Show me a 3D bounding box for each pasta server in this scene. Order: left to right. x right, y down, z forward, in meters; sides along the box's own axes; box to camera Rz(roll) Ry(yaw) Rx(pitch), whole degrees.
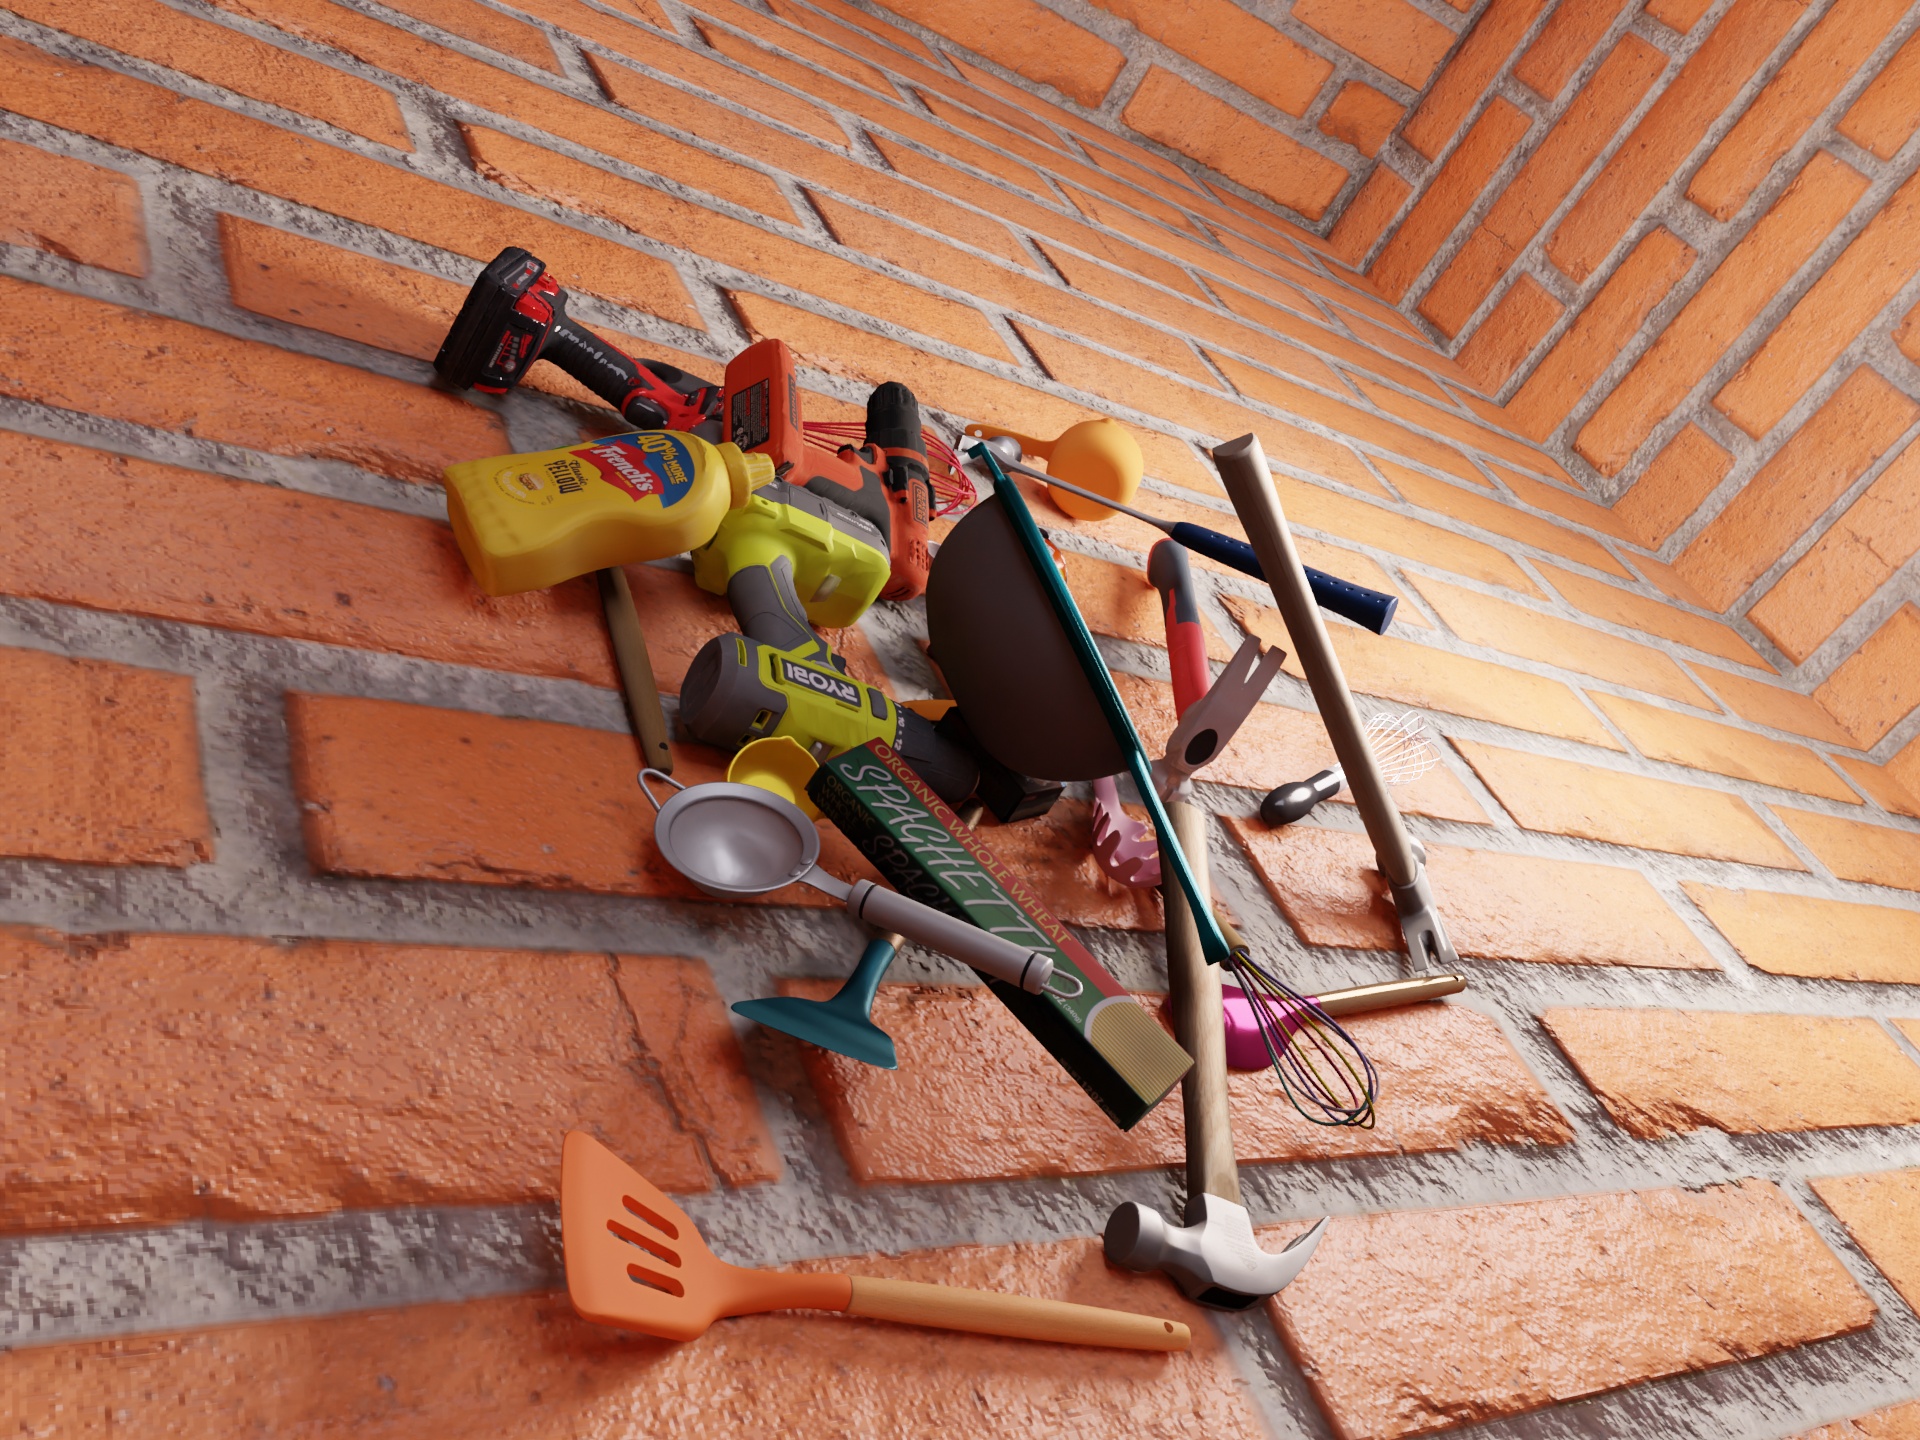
[{"bbox_3d":[0.103,0.017,1.142,0.060,0.040,0.317,30,27,-22],"label":"pasta server"}]

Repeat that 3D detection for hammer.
[{"bbox_3d":[0.171,-0.164,1.348,0.406,0.035,0.144,25,16,20],"label":"hammer"},{"bbox_3d":[0.190,-0.080,1.292,0.038,0.143,0.387,28,25,-10],"label":"hammer"},{"bbox_3d":[0.138,0.174,0.906,0.130,0.031,0.332,26,39,-20],"label":"hammer"},{"bbox_3d":[0.265,-0.011,1.121,0.146,0.038,0.410,-83,149,-61],"label":"hammer"}]

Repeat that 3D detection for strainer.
[{"bbox_3d":[-0.057,0.090,0.804,0.258,0.050,0.087,21,34,19],"label":"strainer"},{"bbox_3d":[0.056,0.010,0.970,0.210,0.095,0.341,57,10,-61],"label":"strainer"}]

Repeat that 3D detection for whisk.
[{"bbox_3d":[-0.123,-0.223,1.251,0.295,0.073,0.073,18,32,-15],"label":"whisk"},{"bbox_3d":[0.180,0.163,0.977,0.047,0.051,0.245,39,8,-38],"label":"whisk"},{"bbox_3d":[0.322,0.043,1.314,0.070,0.070,0.284,46,36,20],"label":"whisk"}]

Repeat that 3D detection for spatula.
[{"bbox_3d":[-0.031,0.104,0.867,0.082,0.044,0.317,18,26,9],"label":"spatula"},{"bbox_3d":[-0.024,0.241,0.674,0.322,0.041,0.081,19,32,-28],"label":"spatula"}]

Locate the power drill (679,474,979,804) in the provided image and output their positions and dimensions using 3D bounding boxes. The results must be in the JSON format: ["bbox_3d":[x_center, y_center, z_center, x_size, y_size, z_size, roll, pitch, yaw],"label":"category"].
[{"bbox_3d":[-0.086,-0.046,1.003,0.190,0.080,0.229,21,34,-30],"label":"power drill"}]

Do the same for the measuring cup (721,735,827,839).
[{"bbox_3d":[-0.062,0.056,0.899,0.156,0.029,0.062,20,64,-20],"label":"measuring cup"}]

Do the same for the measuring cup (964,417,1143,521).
[{"bbox_3d":[0.083,-0.240,1.479,0.173,0.095,0.052,16,34,4],"label":"measuring cup"}]

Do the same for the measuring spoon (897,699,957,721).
[{"bbox_3d":[-0.002,-0.004,1.096,0.116,0.011,0.021,0,43,-41],"label":"measuring spoon"}]

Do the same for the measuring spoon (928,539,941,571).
[{"bbox_3d":[0.003,-0.128,1.284,0.034,0.018,0.124,45,24,18],"label":"measuring spoon"}]

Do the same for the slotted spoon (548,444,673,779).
[{"bbox_3d":[-0.210,-0.079,0.975,0.070,0.031,0.314,15,36,-36],"label":"slotted spoon"}]

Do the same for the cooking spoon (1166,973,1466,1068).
[{"bbox_3d":[0.248,0.187,1.057,0.318,0.017,0.069,2,42,-43],"label":"cooking spoon"}]

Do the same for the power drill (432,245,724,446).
[{"bbox_3d":[-0.242,-0.230,1.110,0.219,0.078,0.143,29,23,-17],"label":"power drill"}]
